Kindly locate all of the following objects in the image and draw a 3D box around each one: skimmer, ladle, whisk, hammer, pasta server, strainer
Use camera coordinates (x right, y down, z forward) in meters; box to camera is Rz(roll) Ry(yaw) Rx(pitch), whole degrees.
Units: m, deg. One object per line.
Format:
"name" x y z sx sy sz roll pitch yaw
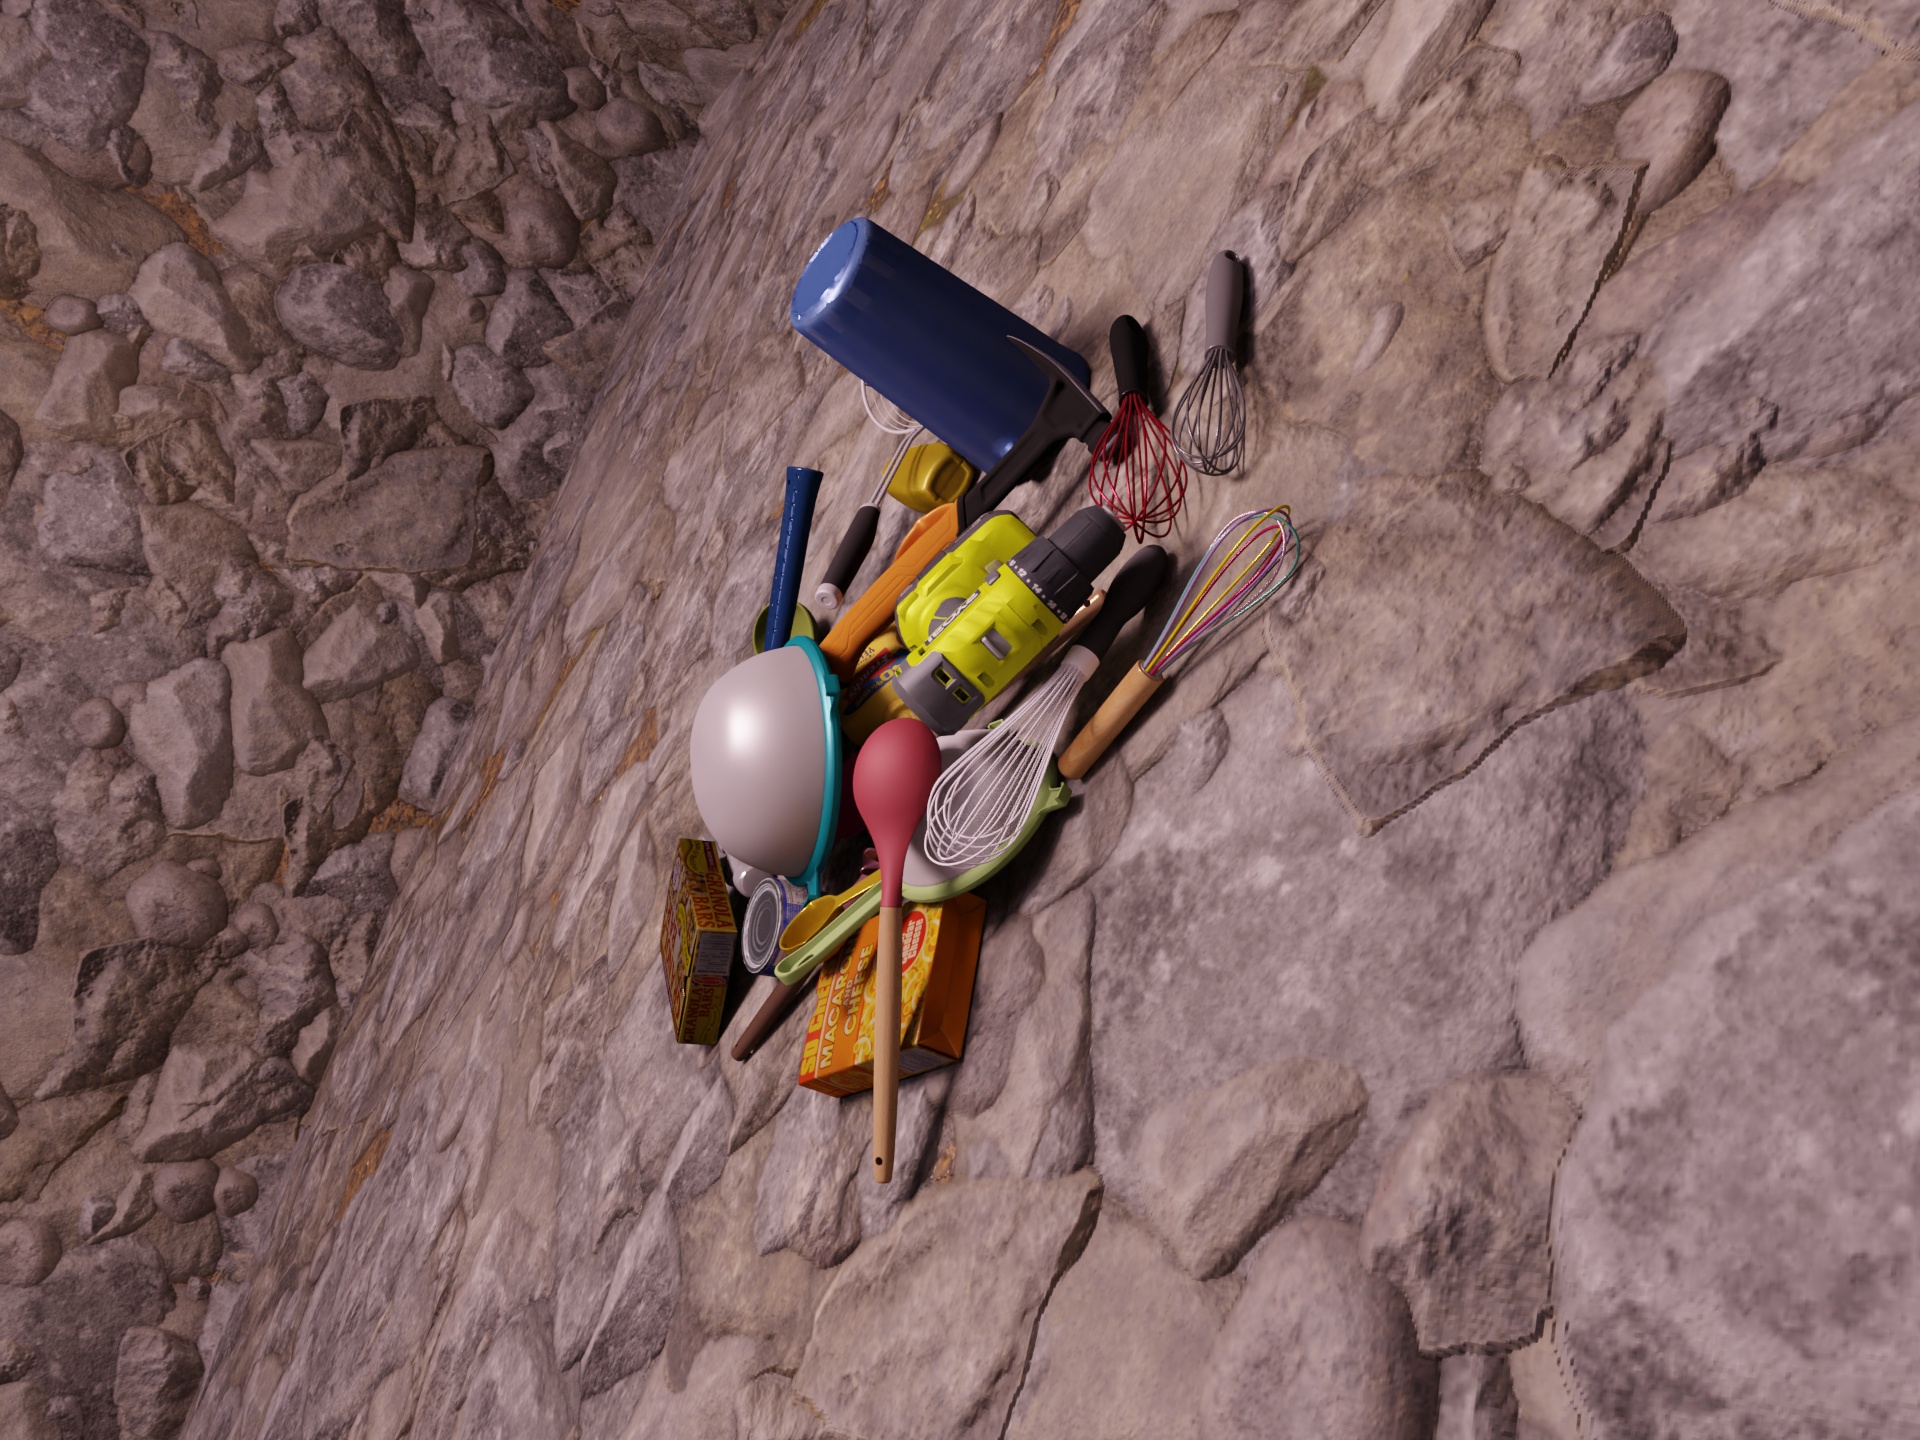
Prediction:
"skimmer" -0.085 -0.247 1.454 0.127 0.090 0.364 -25 32 39
"ladle" -0.048 0.153 1.083 0.069 0.031 0.315 -2 83 28
"whisk" 0.132 -0.232 1.209 0.073 0.073 0.296 -45 26 34
"hammer" -0.186 -0.041 1.532 0.144 0.035 0.405 16 97 65
"pasta server" -0.119 0.177 1.303 0.316 0.040 0.060 -54 18 29
"whisk" 0.141 -0.048 1.051 0.245 0.051 0.047 -53 7 30
"whisk" 0.065 -0.014 1.083 0.285 0.070 0.070 -54 22 -20
"strainer" -0.196 0.015 1.376 0.341 0.095 0.211 -143 56 -62
"ladle" -0.150 -0.036 1.533 0.078 0.062 0.320 -60 23 15
"strainer" -0.048 0.088 1.145 0.256 0.069 0.152 -41 26 0
"whisk" 0.185 -0.265 1.153 0.055 0.055 0.239 -36 33 44
"hammer" -0.018 -0.156 1.313 0.337 0.034 0.127 -46 74 18

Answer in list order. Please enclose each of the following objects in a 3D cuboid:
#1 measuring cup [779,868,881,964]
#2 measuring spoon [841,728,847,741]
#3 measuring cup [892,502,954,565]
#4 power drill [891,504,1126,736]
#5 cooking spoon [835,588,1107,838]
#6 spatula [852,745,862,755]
"measuring cup" -0.069 0.138 1.211 0.156 0.029 0.062 -33 19 13
"measuring spoon" -0.117 0.047 1.440 0.042 0.021 0.129 -35 27 16
"measuring cup" -0.040 -0.111 1.397 0.173 0.052 0.095 -45 31 17
"power drill" 0.030 -0.091 1.168 0.190 0.080 0.229 -44 13 5
"cooking spoon" -0.002 -0.004 1.247 0.319 0.017 0.069 -39 50 28
"spatula" -0.044 0.064 1.305 0.318 0.044 0.082 20 84 59
